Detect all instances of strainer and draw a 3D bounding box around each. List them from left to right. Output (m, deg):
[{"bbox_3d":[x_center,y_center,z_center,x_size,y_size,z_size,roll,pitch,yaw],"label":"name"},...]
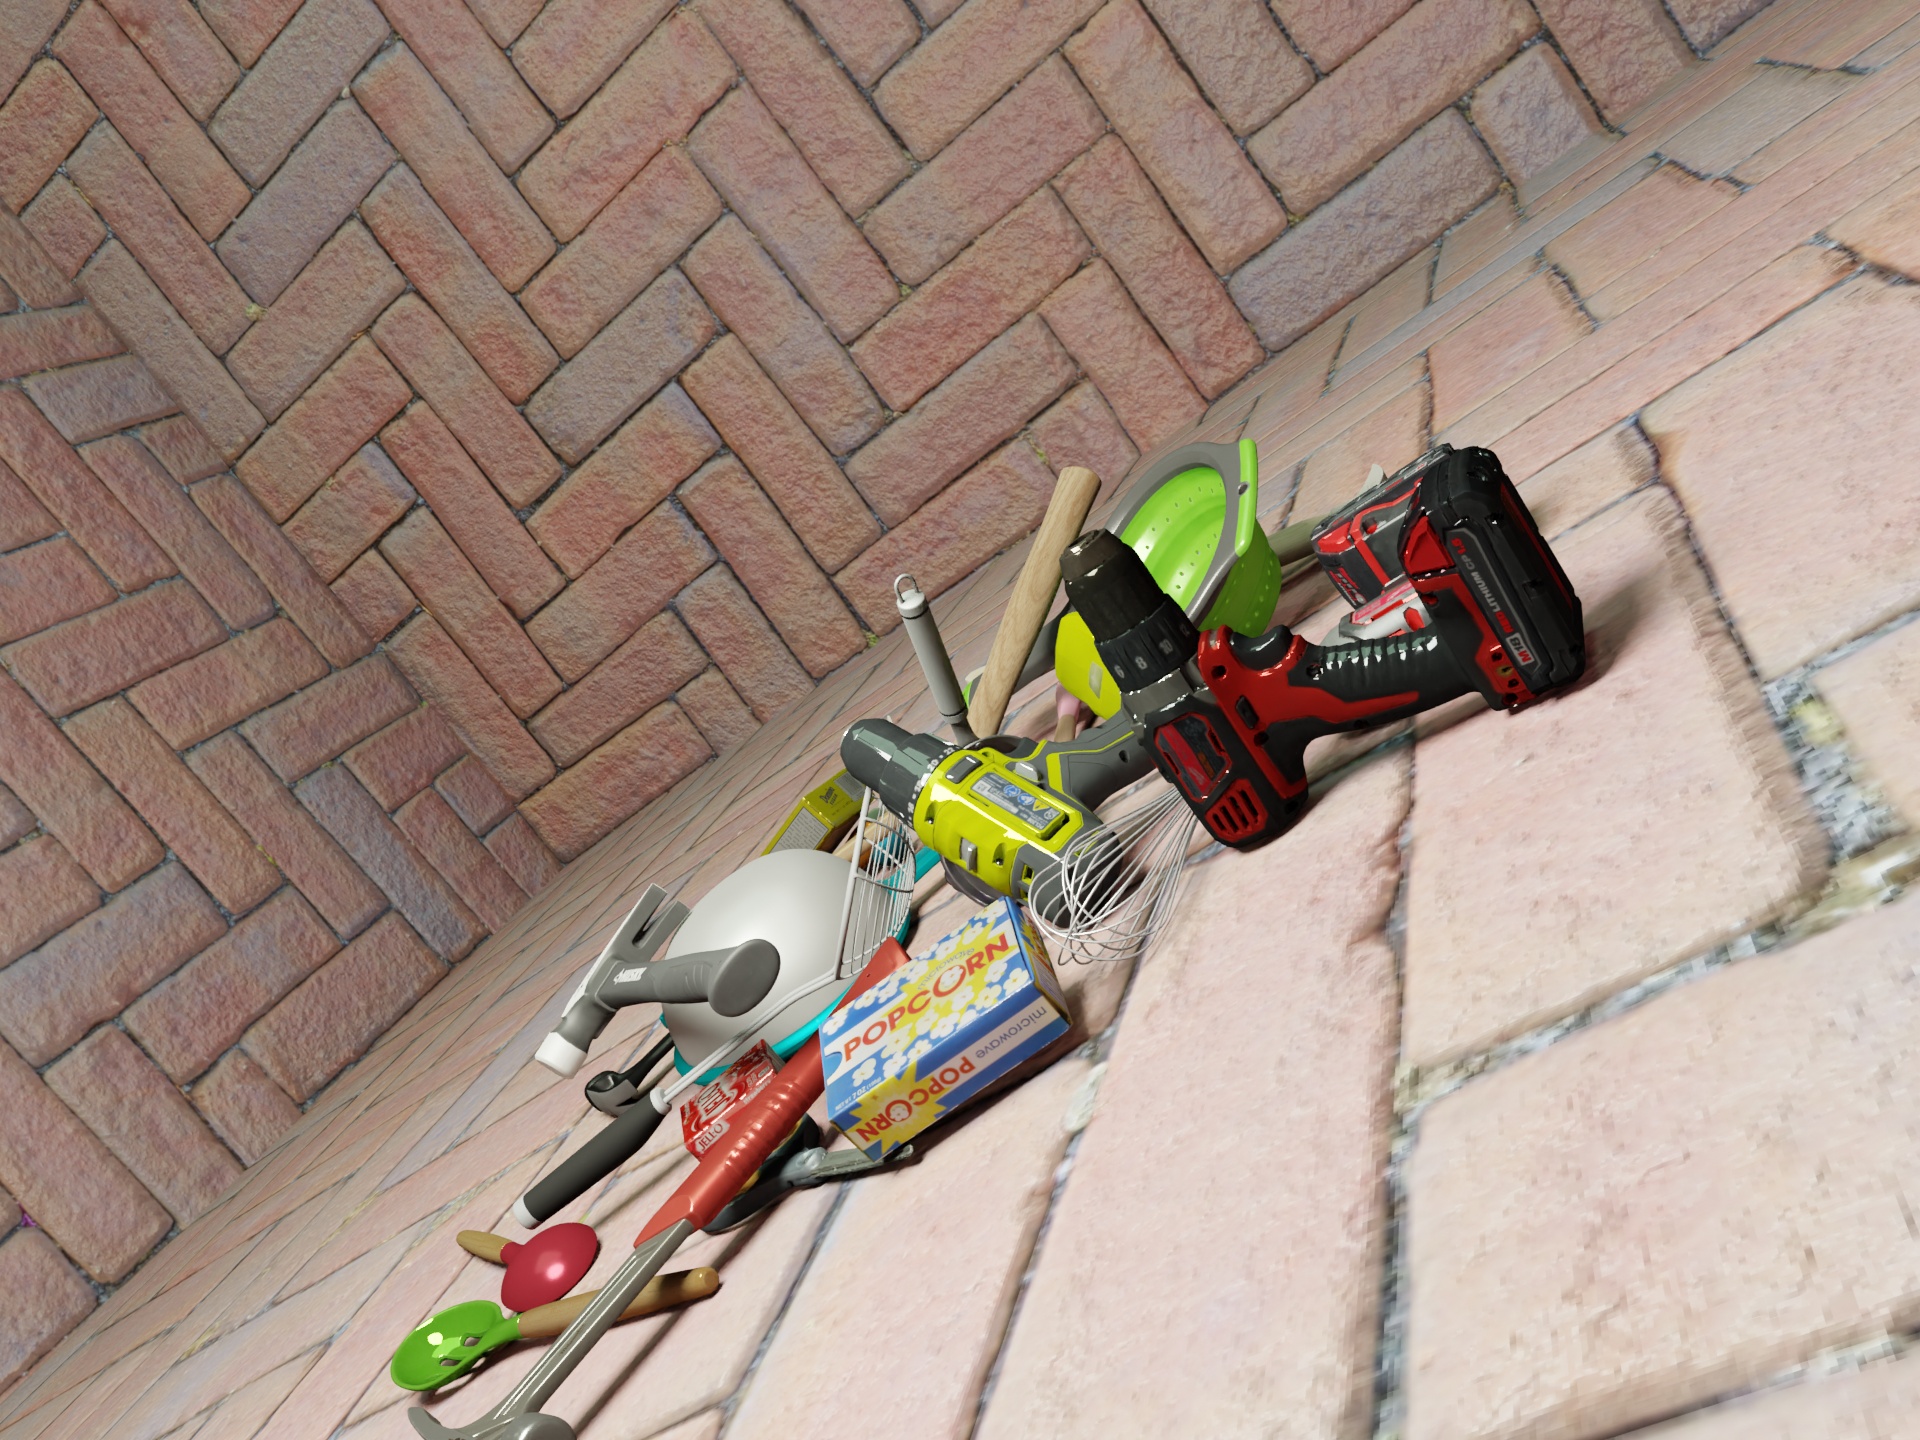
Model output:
[{"bbox_3d":[-0.100,0.122,1.189,0.340,0.095,0.211,-40,19,-12],"label":"strainer"},{"bbox_3d":[-0.002,-0.003,1.081,0.087,0.258,0.050,-29,43,-8],"label":"strainer"}]

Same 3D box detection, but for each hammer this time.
[{"bbox_3d":[-0.185,0.162,1.017,0.146,0.035,0.335,-59,17,-24],"label":"hammer"},{"bbox_3d":[-0.137,0.250,0.860,0.149,0.036,0.359,-21,20,51],"label":"hammer"},{"bbox_3d":[-0.175,0.202,1.340,0.337,0.034,0.127,-45,10,-27],"label":"hammer"},{"bbox_3d":[0.042,-0.066,1.244,0.031,0.130,0.331,87,-157,-61],"label":"hammer"},{"bbox_3d":[0.181,-0.107,1.372,0.410,0.038,0.146,-24,13,30],"label":"hammer"}]

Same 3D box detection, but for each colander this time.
[{"bbox_3d":[0.134,-0.070,1.281,0.397,0.094,0.205,-36,36,48],"label":"colander"}]

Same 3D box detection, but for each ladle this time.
[{"bbox_3d":[-0.320,0.373,1.119,0.069,0.031,0.315,-42,8,-30],"label":"ladle"}]

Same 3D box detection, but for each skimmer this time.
[{"bbox_3d":[-0.166,0.186,1.028,0.363,0.090,0.127,-40,7,3],"label":"skimmer"}]

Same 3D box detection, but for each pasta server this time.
[{"bbox_3d":[0.091,0.017,1.305,0.060,0.040,0.316,-35,13,19],"label":"pasta server"}]

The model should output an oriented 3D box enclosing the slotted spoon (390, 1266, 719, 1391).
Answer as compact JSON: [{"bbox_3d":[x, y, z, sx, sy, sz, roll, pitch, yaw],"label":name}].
[{"bbox_3d":[-0.236,0.347,0.916,0.314,0.031,0.070,-28,14,39],"label":"slotted spoon"}]

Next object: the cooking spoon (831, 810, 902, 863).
[{"bbox_3d":[-0.103,0.119,1.333,0.319,0.017,0.069,-37,14,-12],"label":"cooking spoon"}]

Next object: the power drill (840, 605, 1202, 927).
[{"bbox_3d":[0.056,0.012,1.003,0.228,0.191,0.080,-39,-33,-36],"label":"power drill"}]

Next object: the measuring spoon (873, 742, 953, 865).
[{"bbox_3d":[-0.034,0.076,1.406,0.129,0.021,0.042,-57,-20,-14],"label":"measuring spoon"}]

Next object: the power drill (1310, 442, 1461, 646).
[{"bbox_3d":[0.262,-0.075,0.941,0.143,0.078,0.220,-34,12,27],"label":"power drill"}]

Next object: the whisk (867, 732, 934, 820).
[{"bbox_3d":[-0.073,0.088,1.525,0.246,0.058,0.059,-56,-15,-51],"label":"whisk"}]

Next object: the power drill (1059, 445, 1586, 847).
[{"bbox_3d":[0.176,-0.052,0.807,0.226,0.188,0.080,-28,13,29],"label":"power drill"}]

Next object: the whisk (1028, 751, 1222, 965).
[{"bbox_3d":[0.124,0.050,0.909,0.070,0.070,0.285,-30,8,42],"label":"whisk"}]
